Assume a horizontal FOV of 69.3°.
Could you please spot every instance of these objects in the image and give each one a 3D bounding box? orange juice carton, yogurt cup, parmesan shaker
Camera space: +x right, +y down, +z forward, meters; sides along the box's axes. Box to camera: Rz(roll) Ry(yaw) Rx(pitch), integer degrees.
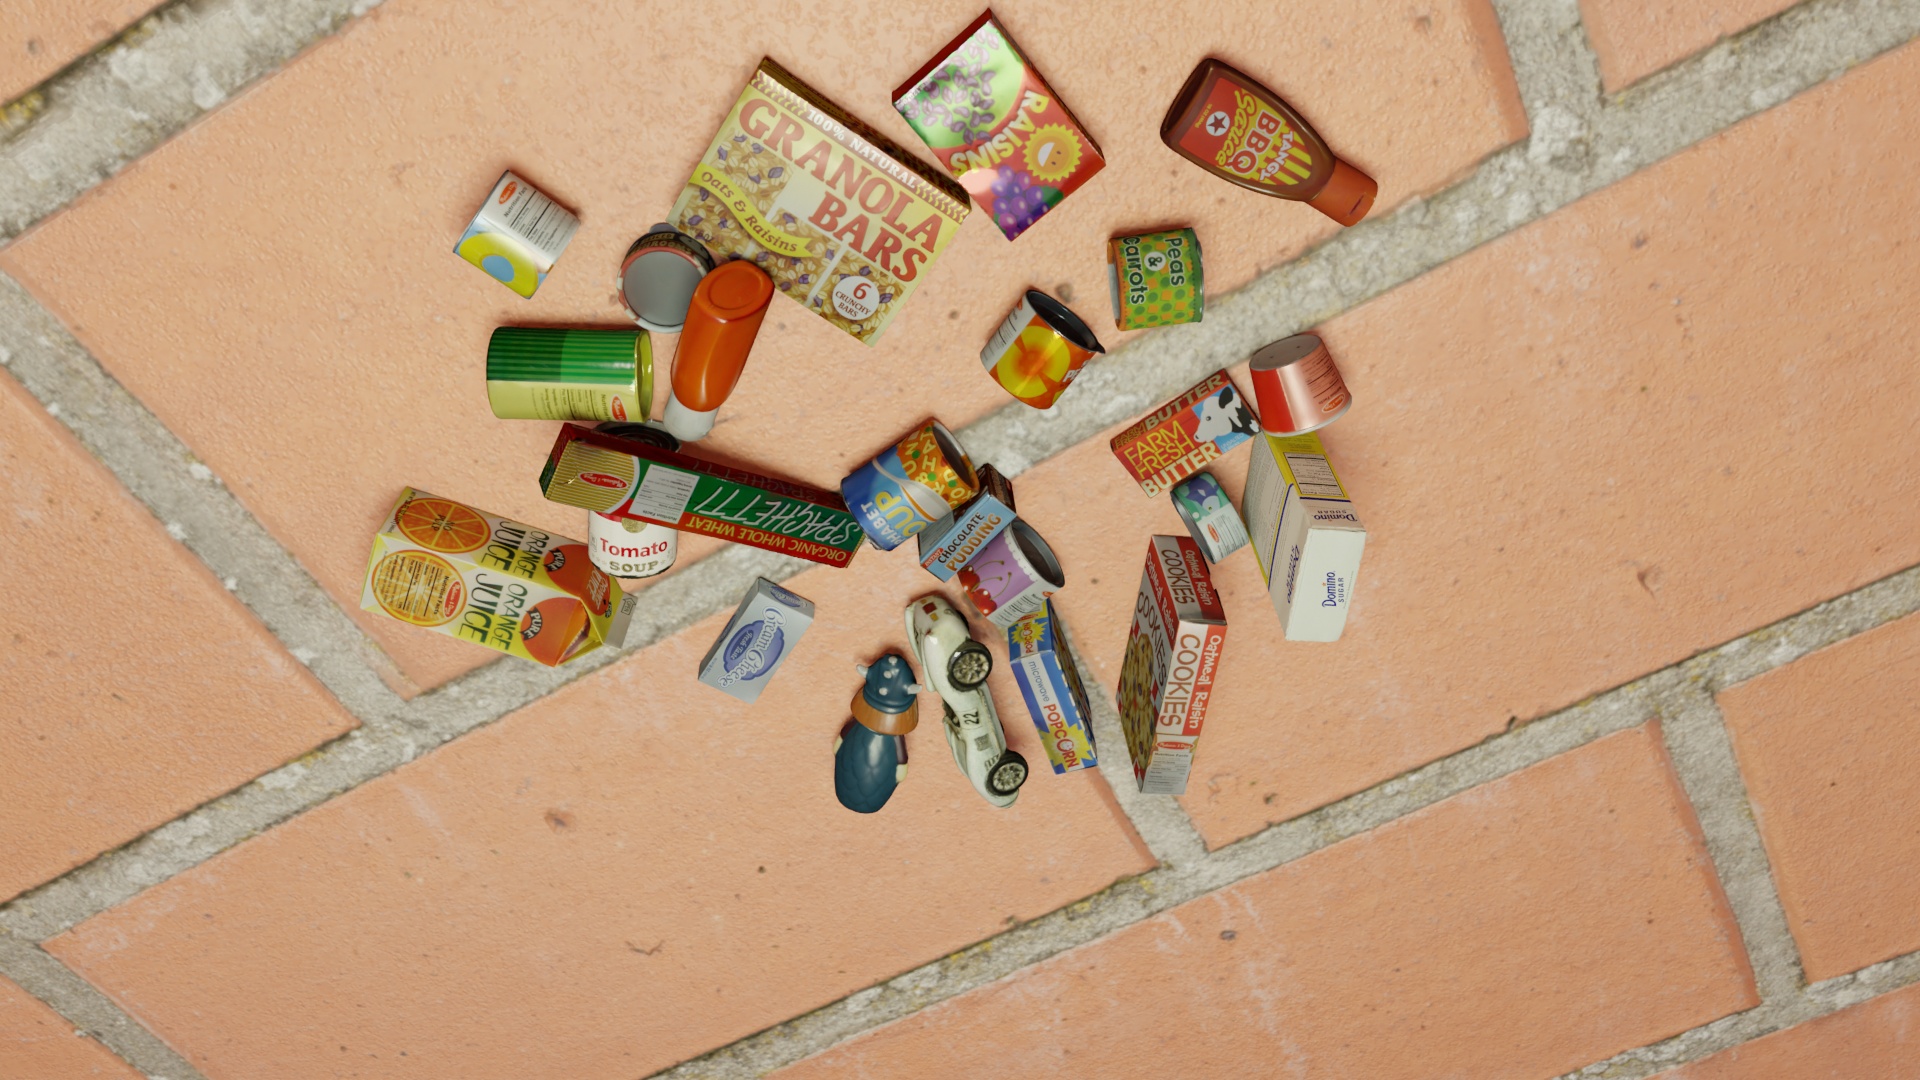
[{"bbox_3d":[-0.346,0.035,1.064,0.193,0.072,0.072,19,118,-14],"label":"orange juice carton"},{"bbox_3d":[0.244,-0.114,1.012,0.072,0.073,0.053,-21,112,10],"label":"yogurt cup"},{"bbox_3d":[-0.274,-0.119,0.978,0.103,0.071,0.071,2,121,-3],"label":"parmesan shaker"}]

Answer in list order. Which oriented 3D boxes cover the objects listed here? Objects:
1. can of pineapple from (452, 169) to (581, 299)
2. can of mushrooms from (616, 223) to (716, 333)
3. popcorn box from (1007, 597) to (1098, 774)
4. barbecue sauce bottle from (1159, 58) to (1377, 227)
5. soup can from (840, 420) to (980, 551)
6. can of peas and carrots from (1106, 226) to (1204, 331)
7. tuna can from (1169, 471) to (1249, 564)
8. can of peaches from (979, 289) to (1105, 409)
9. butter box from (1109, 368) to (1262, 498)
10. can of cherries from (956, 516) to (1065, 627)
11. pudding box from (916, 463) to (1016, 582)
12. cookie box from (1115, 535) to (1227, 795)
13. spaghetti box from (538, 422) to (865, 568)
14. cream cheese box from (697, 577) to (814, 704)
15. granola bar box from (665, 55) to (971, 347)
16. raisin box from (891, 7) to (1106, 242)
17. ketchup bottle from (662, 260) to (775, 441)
[{"bbox_3d":[-0.297,-0.203,0.929,0.058,0.071,0.070,34,114,-21],"label":"can of pineapple"},{"bbox_3d":[-0.204,-0.181,0.965,0.071,0.033,0.070,-1,121,-2],"label":"can of mushrooms"},{"bbox_3d":[0.073,0.115,1.126,0.038,0.085,0.126,-17,121,9],"label":"popcorn box"},{"bbox_3d":[0.211,-0.261,0.933,0.148,0.044,0.064,25,116,-17],"label":"barbecue sauce bottle"},{"bbox_3d":[-0.037,-0.039,1.036,0.083,0.072,0.071,-33,117,16],"label":"soup can"},{"bbox_3d":[0.135,-0.181,0.961,0.059,0.071,0.070,-7,121,2],"label":"can of peas and carrots"},{"bbox_3d":[0.190,-0.019,1.064,0.033,0.071,0.071,-31,118,3],"label":"tuna can"},{"bbox_3d":[0.058,-0.134,0.987,0.071,0.071,0.058,31,115,-20],"label":"can of peaches"},{"bbox_3d":[0.170,-0.080,1.050,0.103,0.024,0.053,-32,118,15],"label":"butter box"},{"bbox_3d":[0.038,0.024,1.084,0.058,0.072,0.071,-38,116,19],"label":"can of cherries"},{"bbox_3d":[0.004,-0.013,1.066,0.030,0.050,0.083,36,113,-23],"label":"pudding box"},{"bbox_3d":[0.165,0.097,1.098,0.040,0.123,0.166,4,121,-6],"label":"cookie box"},{"bbox_3d":[-0.177,-0.028,1.006,0.250,0.029,0.050,15,114,-37],"label":"spaghetti box"},{"bbox_3d":[-0.166,0.083,1.130,0.053,0.024,0.103,27,116,-19],"label":"cream cheese box"},{"bbox_3d":[-0.095,-0.226,0.940,0.165,0.039,0.123,30,116,-19],"label":"granola bar box"},{"bbox_3d":[0.026,-0.272,0.919,0.086,0.040,0.123,-37,115,17],"label":"raisin box"},{"bbox_3d":[-0.174,-0.126,0.966,0.043,0.065,0.148,39,139,4],"label":"ketchup bottle"}]
